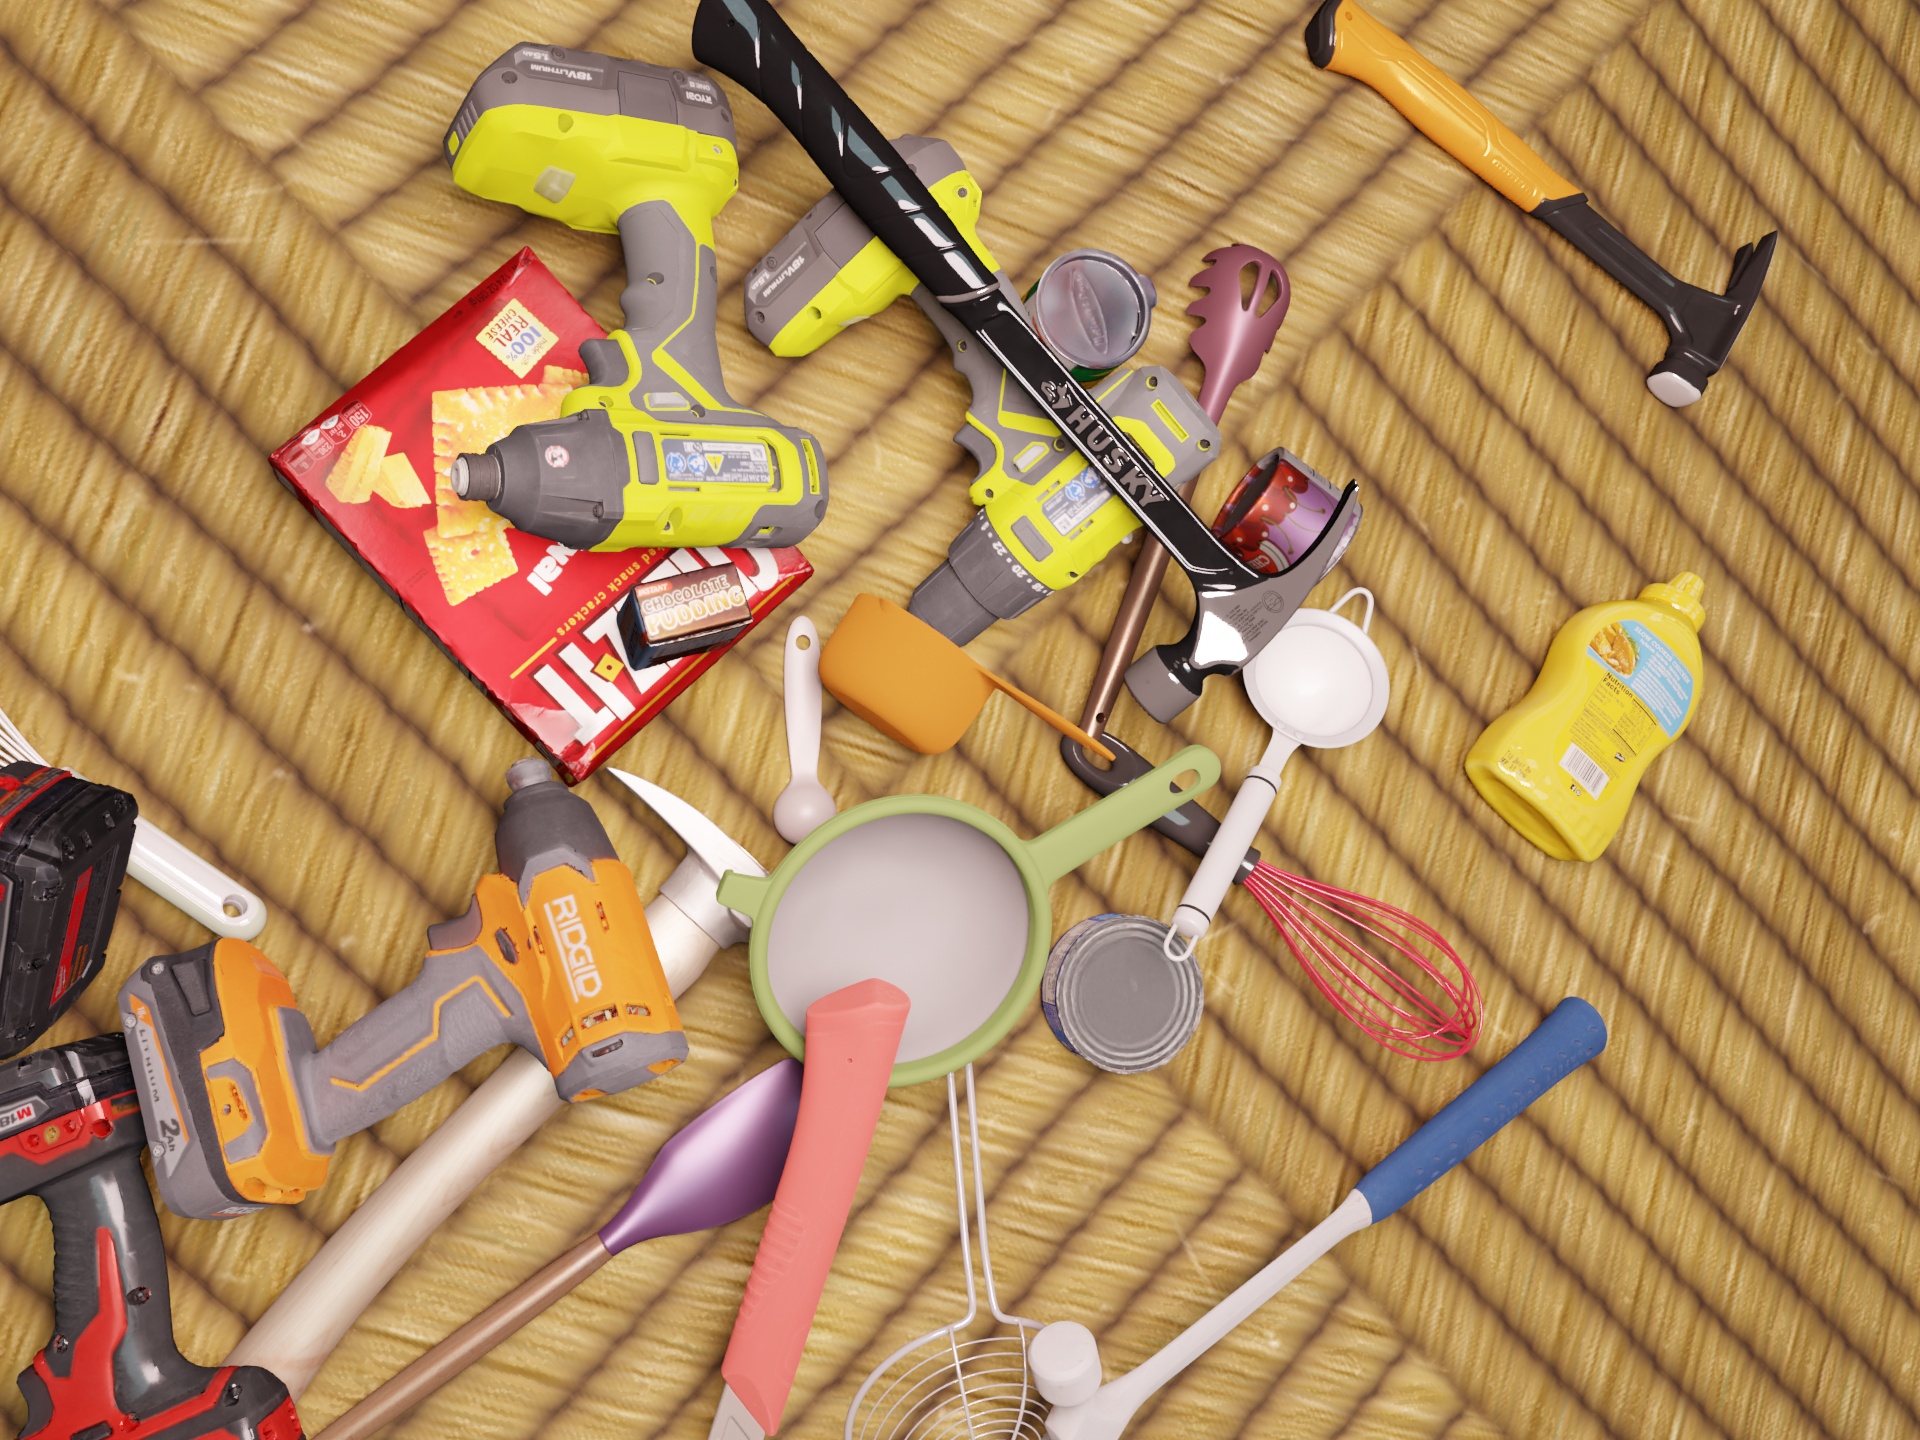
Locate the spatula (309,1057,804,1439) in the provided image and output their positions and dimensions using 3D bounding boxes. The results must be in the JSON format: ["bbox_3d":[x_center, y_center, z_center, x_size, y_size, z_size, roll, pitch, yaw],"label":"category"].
[{"bbox_3d":[-0.199,0.281,0.799,0.316,0.018,0.060,-33,96,-16],"label":"spatula"}]

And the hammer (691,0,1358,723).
[{"bbox_3d":[0.021,-0.193,0.760,0.149,0.036,0.409,-40,96,17],"label":"hammer"}]

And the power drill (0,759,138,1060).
[{"bbox_3d":[-0.492,0.059,0.691,0.219,0.079,0.143,20,109,-8],"label":"power drill"}]

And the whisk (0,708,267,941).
[{"bbox_3d":[-0.430,0.026,0.740,0.246,0.059,0.058,39,50,-14],"label":"whisk"}]

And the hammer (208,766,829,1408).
[{"bbox_3d":[-0.254,0.209,0.780,0.146,0.038,0.411,44,77,-7],"label":"hammer"}]

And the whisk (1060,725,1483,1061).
[{"bbox_3d":[0.177,0.095,0.897,0.296,0.073,0.073,36,78,-4],"label":"whisk"}]

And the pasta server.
[{"bbox_3d":[0.123,-0.134,0.903,0.060,0.040,0.316,23,81,-13],"label":"pasta server"}]

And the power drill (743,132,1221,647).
[{"bbox_3d":[-0.004,-0.165,0.831,0.190,0.080,0.228,-39,94,20],"label":"power drill"}]

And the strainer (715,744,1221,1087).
[{"bbox_3d":[0.010,0.075,0.799,0.256,0.069,0.151,-29,112,-9],"label":"strainer"}]

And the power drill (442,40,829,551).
[{"bbox_3d":[-0.161,-0.189,0.739,0.171,0.080,0.223,-4,77,-36],"label":"power drill"}]

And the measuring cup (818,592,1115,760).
[{"bbox_3d":[-0.001,-0.003,0.806,0.174,0.095,0.052,31,82,33],"label":"measuring cup"}]

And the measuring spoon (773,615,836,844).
[{"bbox_3d":[-0.083,0.005,0.849,0.034,0.018,0.124,0,86,-15],"label":"measuring spoon"}]

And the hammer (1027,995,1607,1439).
[{"bbox_3d":[0.212,0.278,0.874,0.405,0.035,0.144,-29,124,-24],"label":"hammer"}]

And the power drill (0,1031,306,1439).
[{"bbox_3d":[-0.413,0.271,0.695,0.188,0.080,0.227,-22,87,-7],"label":"power drill"}]

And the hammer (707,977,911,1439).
[{"bbox_3d":[-0.082,0.297,0.766,0.149,0.037,0.359,17,99,-7],"label":"hammer"}]

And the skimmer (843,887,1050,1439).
[{"bbox_3d":[-0.008,0.230,0.849,0.127,0.090,0.363,0,76,-19],"label":"skimmer"}]

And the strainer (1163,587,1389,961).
[{"bbox_3d":[0.168,0.028,0.878,0.087,0.050,0.258,31,60,4],"label":"strainer"}]

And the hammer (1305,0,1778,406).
[{"bbox_3d":[0.356,-0.340,0.985,0.336,0.034,0.127,33,79,-11],"label":"hammer"}]

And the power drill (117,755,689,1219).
[{"bbox_3d":[-0.256,0.121,0.737,0.226,0.084,0.164,-20,73,-6],"label":"power drill"}]
